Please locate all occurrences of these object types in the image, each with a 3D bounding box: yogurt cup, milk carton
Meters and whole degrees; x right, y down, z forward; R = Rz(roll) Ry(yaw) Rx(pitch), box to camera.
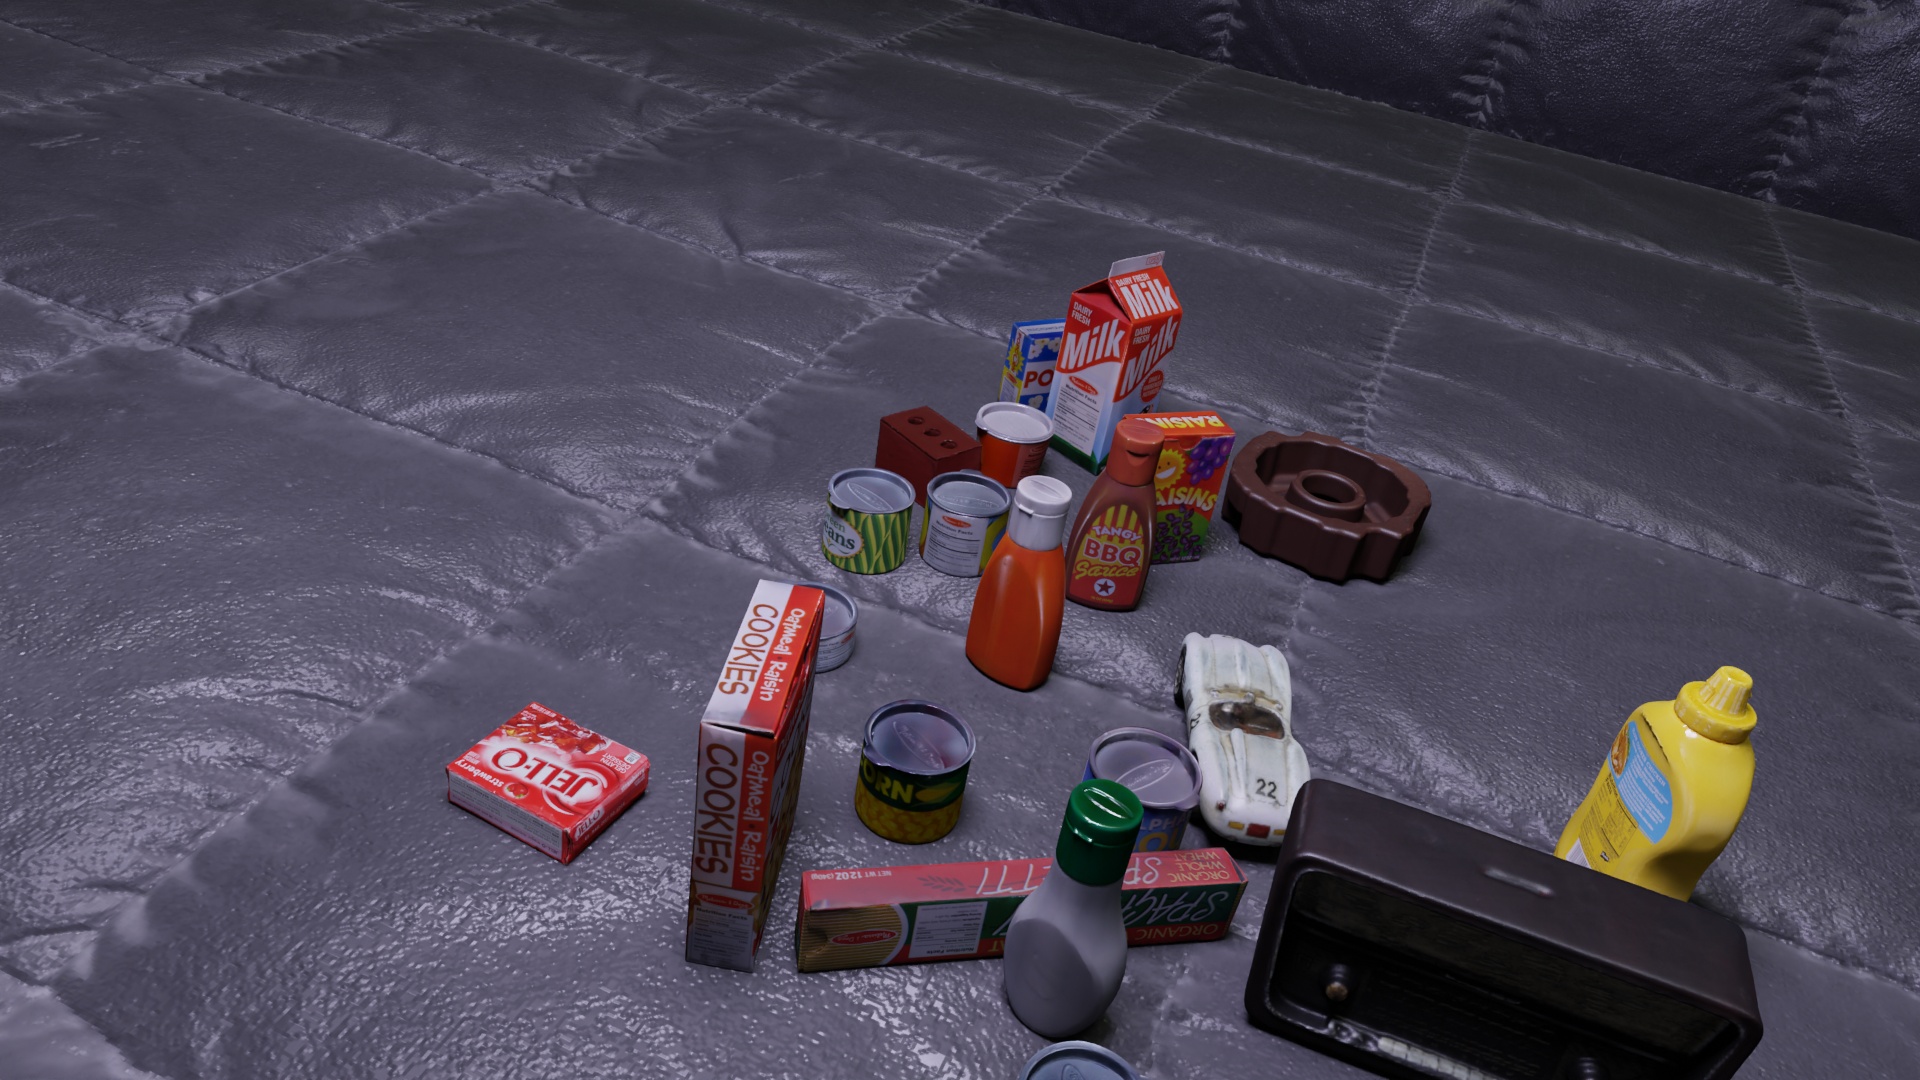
[{"bbox_3d":[0.044,-0.081,1.203,0.072,0.053,0.073,8,32,-5],"label":"yogurt cup"},{"bbox_3d":[0.136,-0.162,1.229,0.072,0.189,0.073,-21,44,-40],"label":"milk carton"}]

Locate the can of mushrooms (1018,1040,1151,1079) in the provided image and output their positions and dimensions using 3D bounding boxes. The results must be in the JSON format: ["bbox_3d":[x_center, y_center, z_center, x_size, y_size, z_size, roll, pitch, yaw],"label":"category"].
[{"bbox_3d":[0.059,0.279,0.667,0.071,0.033,0.071,8,32,-5],"label":"can of mushrooms"}]

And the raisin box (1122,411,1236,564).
[{"bbox_3d":[0.161,-0.041,1.109,0.086,0.122,0.040,-3,35,-21],"label":"raisin box"}]

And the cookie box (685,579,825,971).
[{"bbox_3d":[-0.108,0.123,0.736,0.040,0.166,0.123,10,32,0],"label":"cookie box"}]

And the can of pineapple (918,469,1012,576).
[{"bbox_3d":[0.004,-0.014,1.082,0.071,0.057,0.071,8,32,-5],"label":"can of pineapple"}]

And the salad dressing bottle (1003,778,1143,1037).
[{"bbox_3d":[0.059,0.187,0.703,0.064,0.146,0.044,29,37,27],"label":"salad dressing bottle"}]

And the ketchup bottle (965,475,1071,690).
[{"bbox_3d":[0.044,0.028,0.945,0.065,0.148,0.044,30,37,28],"label":"ketchup bottle"}]

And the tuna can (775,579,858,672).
[{"bbox_3d":[-0.107,0.058,0.961,0.071,0.032,0.071,8,32,-5],"label":"tuna can"}]

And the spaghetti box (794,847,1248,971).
[{"bbox_3d":[0.035,0.202,0.764,0.250,0.050,0.029,0,34,-16],"label":"spaghetti box"}]

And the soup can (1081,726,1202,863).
[{"bbox_3d":[0.101,0.164,0.811,0.071,0.083,0.072,8,32,-5],"label":"soup can"}]

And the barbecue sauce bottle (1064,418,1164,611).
[{"bbox_3d":[0.119,-0.019,1.039,0.065,0.147,0.044,11,32,1],"label":"barbecue sauce bottle"}]

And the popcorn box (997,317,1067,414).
[{"bbox_3d":[0.103,-0.168,1.325,0.127,0.084,0.038,-10,37,-29],"label":"popcorn box"}]

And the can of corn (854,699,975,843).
[{"bbox_3d":[-0.030,0.140,0.834,0.071,0.058,0.071,8,32,-5],"label":"can of corn"}]

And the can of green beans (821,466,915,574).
[{"bbox_3d":[-0.071,-0.015,1.063,0.071,0.057,0.071,8,32,-5],"label":"can of green beans"}]
